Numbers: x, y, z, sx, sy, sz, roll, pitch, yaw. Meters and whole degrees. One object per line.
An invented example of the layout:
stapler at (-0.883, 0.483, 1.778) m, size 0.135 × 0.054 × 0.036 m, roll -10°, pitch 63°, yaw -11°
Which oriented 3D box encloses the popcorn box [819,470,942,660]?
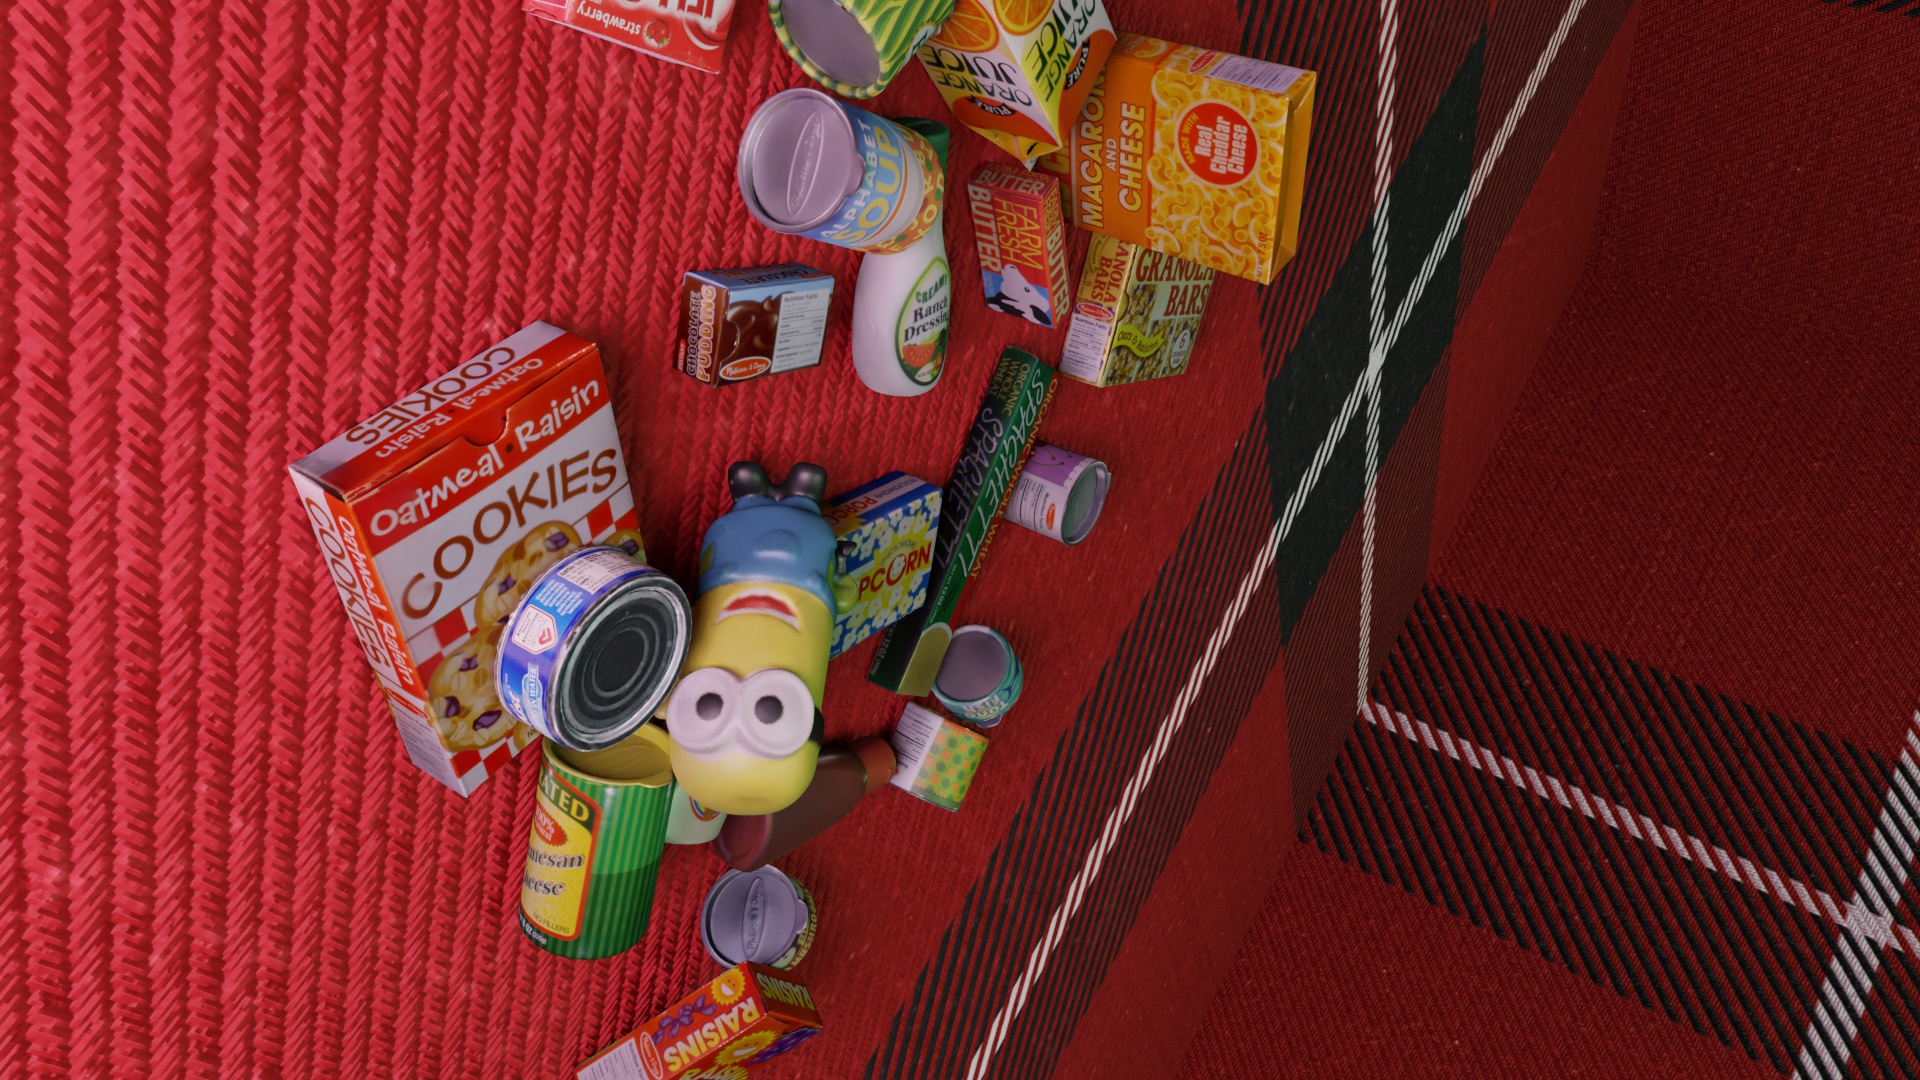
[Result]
popcorn box at (-0.064, 0.016, 0.837) m, size 0.127 × 0.038 × 0.084 m, roll -29°, pitch 136°, yaw -52°

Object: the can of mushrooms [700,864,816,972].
can of mushrooms at (-0.123, 0.237, 0.866) m, size 0.071 × 0.071 × 0.033 m, roll -60°, pitch 155°, yaw -14°

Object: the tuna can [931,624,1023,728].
tuna can at (0.011, 0.098, 1.008) m, size 0.071 × 0.071 × 0.032 m, roll -58°, pitch 151°, yaw -17°

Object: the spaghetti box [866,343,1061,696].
spaghetti box at (0.003, -0.012, 0.952) m, size 0.050 × 0.029 × 0.250 m, roll 21°, pitch 92°, yaw -65°

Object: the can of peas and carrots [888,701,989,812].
can of peas and carrots at (-0.018, 0.156, 1.001) m, size 0.059 × 0.071 × 0.071 m, roll -65°, pitch 154°, yaw -5°

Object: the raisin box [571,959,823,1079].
raisin box at (-0.154, 0.304, 0.831) m, size 0.123 × 0.040 × 0.086 m, roll -33°, pitch 150°, yaw 1°

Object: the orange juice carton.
orange juice carton at (0.024, -0.273, 0.731) m, size 0.072 × 0.073 × 0.192 m, roll -64°, pitch 154°, yaw -7°

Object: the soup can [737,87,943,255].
soup can at (-0.053, -0.174, 0.667) m, size 0.084 × 0.071 × 0.071 m, roll -6°, pitch 116°, yaw -61°

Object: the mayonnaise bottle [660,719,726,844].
mayonnaise bottle at (-0.133, 0.093, 0.765) m, size 0.065 × 0.041 × 0.148 m, roll 23°, pitch 91°, yaw -62°

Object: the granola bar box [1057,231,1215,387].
granola bar box at (0.142, -0.185, 1.062) m, size 0.166 × 0.039 × 0.123 m, roll -18°, pitch 126°, yaw -57°

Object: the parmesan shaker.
parmesan shaker at (-0.179, 0.148, 0.690) m, size 0.071 × 0.071 × 0.102 m, roll -17°, pitch 126°, yaw -57°

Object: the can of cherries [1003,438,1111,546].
can of cherries at (0.069, -0.037, 1.022) m, size 0.072 × 0.058 × 0.071 m, roll -41°, pitch 143°, yaw -41°

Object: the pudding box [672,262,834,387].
pudding box at (-0.100, -0.107, 0.680) m, size 0.084 × 0.030 × 0.049 m, roll -24°, pitch 132°, yaw -54°

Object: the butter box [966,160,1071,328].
butter box at (0.037, -0.180, 0.854) m, size 0.024 × 0.053 × 0.103 m, roll -53°, pitch 151°, yaw -29°

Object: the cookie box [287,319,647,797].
cookie box at (-0.193, 0.009, 0.586) m, size 0.123 × 0.040 × 0.166 m, roll -44°, pitch 146°, yaw -38°

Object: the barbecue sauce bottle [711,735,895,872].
barbecue sauce bottle at (-0.095, 0.160, 0.888) m, size 0.149 × 0.044 × 0.064 m, roll -13°, pitch 123°, yaw -59°

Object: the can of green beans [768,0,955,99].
can of green beans at (-0.045, -0.245, 0.633) m, size 0.058 × 0.071 × 0.071 m, roll -55°, pitch 152°, yaw -22°

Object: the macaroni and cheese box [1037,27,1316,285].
macaroni and cheese box at (0.125, -0.237, 0.843) m, size 0.040 × 0.166 × 0.123 m, roll -46°, pitch 147°, yaw -35°

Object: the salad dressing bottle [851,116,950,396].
salad dressing bottle at (-0.030, -0.154, 0.760) m, size 0.064 × 0.044 × 0.146 m, roll -35°, pitch 139°, yaw -46°
